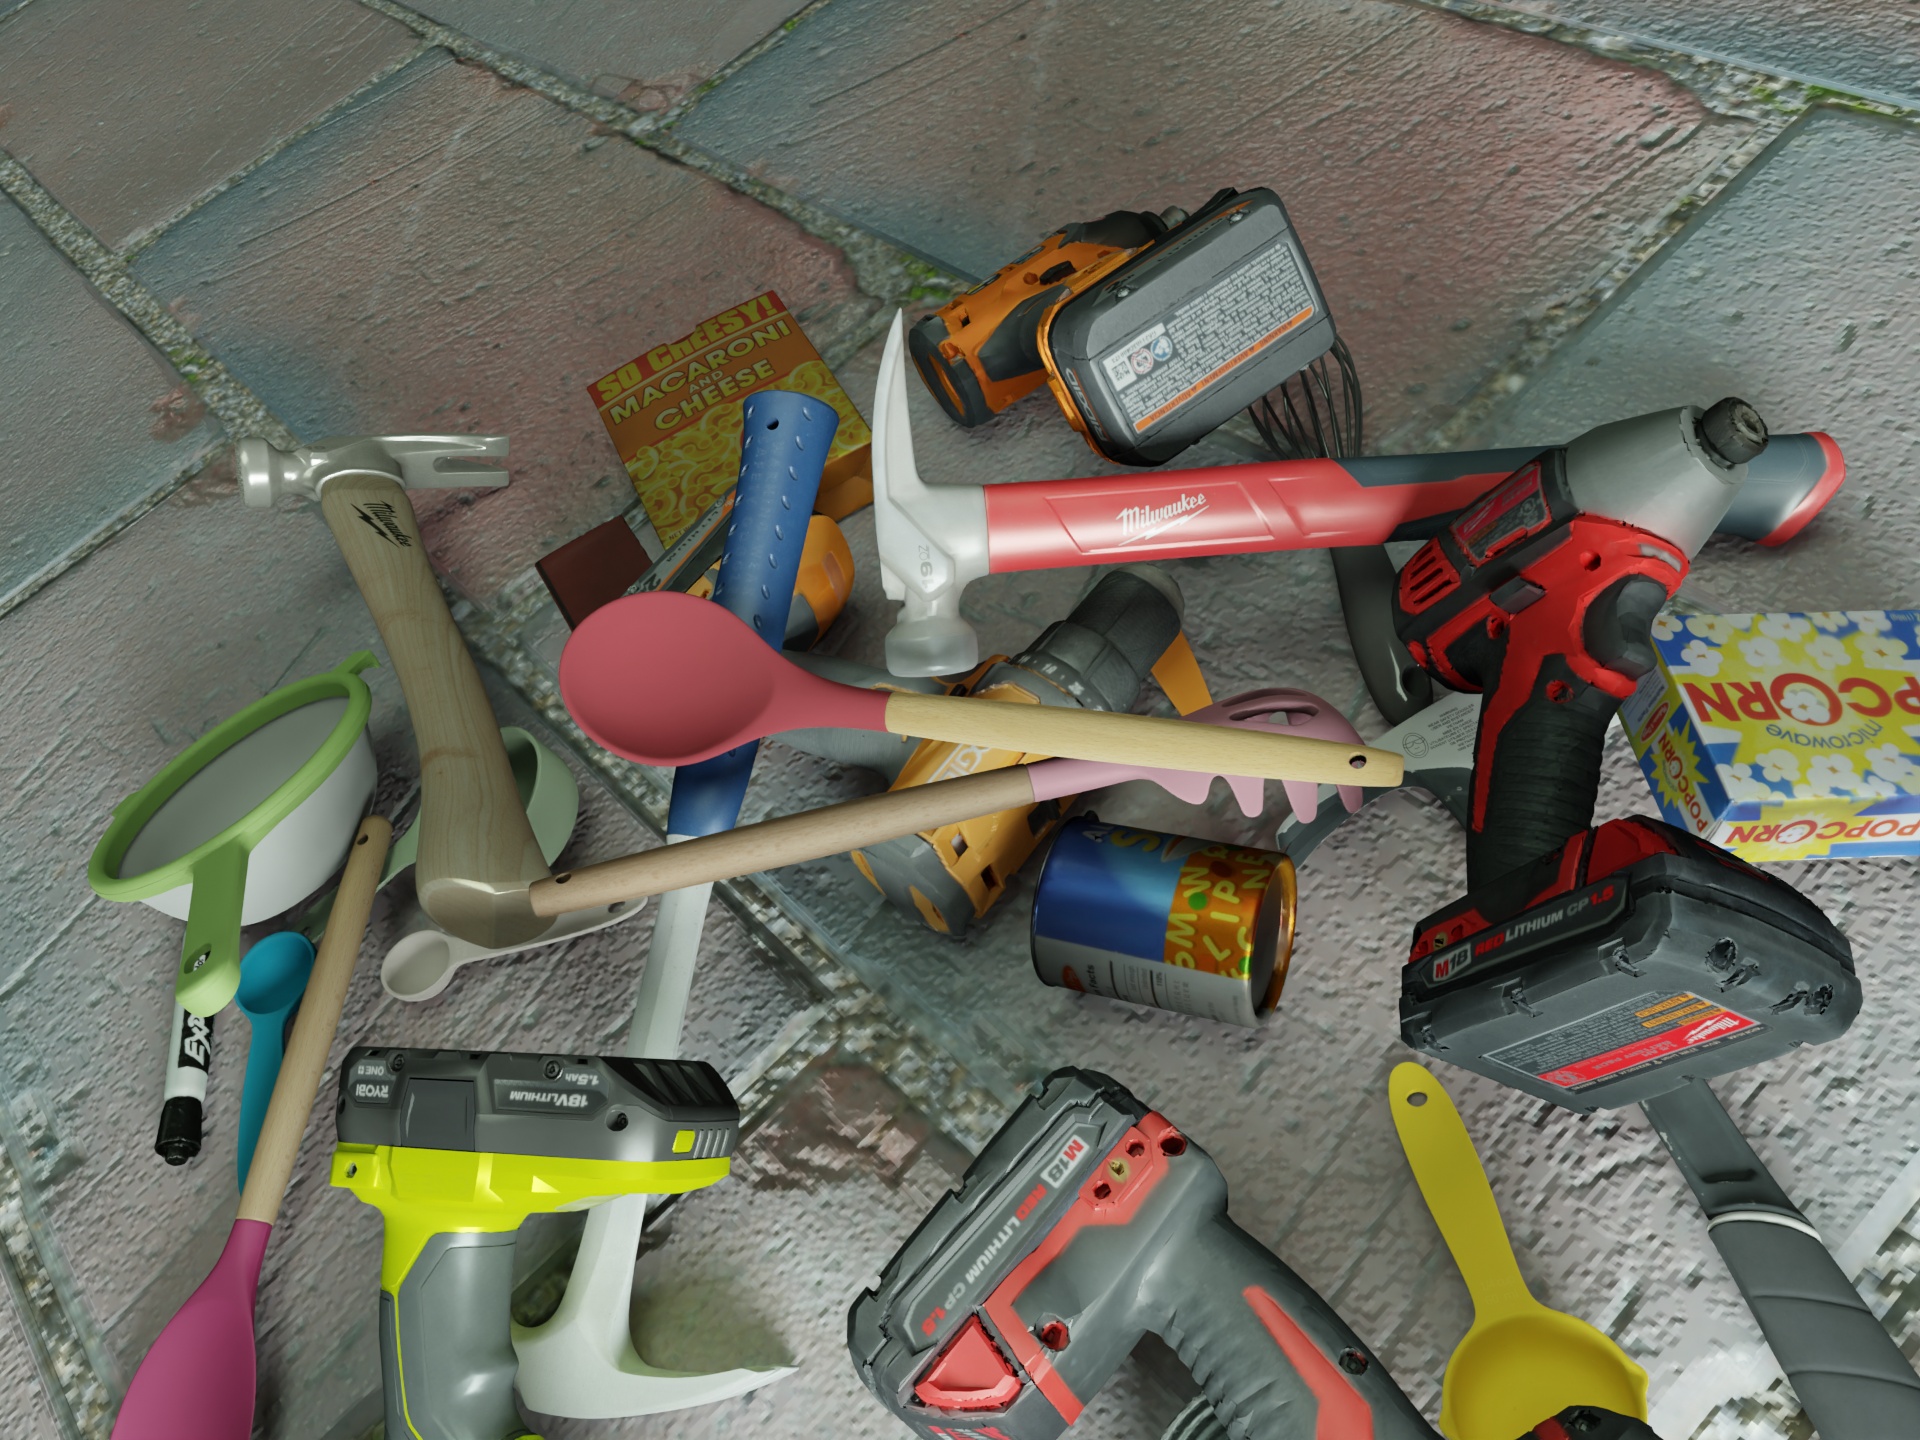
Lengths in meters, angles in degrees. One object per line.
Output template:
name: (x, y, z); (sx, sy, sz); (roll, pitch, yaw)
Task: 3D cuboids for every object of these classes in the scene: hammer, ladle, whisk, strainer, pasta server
hammer: (-0.100, 0.059, 0.624); (0.144, 0.035, 0.406); (4, 73, 21)
ladle: (-0.001, -0.002, 0.580); (0.315, 0.031, 0.069); (7, 78, 17)
whisk: (0.169, -0.095, 0.708); (0.055, 0.055, 0.239); (-14, 54, 10)
strainer: (-0.314, 0.070, 0.718); (0.151, 0.069, 0.257); (-33, 31, -3)
hammer: (0.158, -0.103, 0.635); (0.386, 0.143, 0.038); (-5, 9, -3)
hammer: (0.237, 0.145, 0.502); (0.149, 0.036, 0.409); (-23, 49, 4)
hammer: (-0.247, -0.039, 0.759); (0.146, 0.038, 0.411); (-7, 37, -26)
pasta server: (0.000, 0.036, 0.588); (0.316, 0.040, 0.060); (-13, 29, -4)

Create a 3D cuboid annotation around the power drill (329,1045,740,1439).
power drill: (-0.137, 0.225, 0.518); (0.190, 0.080, 0.229); (-2, 76, 20)

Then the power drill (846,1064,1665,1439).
power drill: (0.072, 0.224, 0.432); (0.227, 0.080, 0.188); (32, 70, 33)

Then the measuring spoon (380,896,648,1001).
measuring spoon: (-0.199, 0.101, 0.718); (0.124, 0.018, 0.034); (-17, 49, -1)

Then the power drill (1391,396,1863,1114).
power drill: (0.207, 0.001, 0.514); (0.143, 0.078, 0.220); (-42, 31, 49)

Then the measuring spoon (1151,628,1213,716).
measuring spoon: (0.096, -0.020, 0.702); (0.021, 0.011, 0.117); (-25, 46, 4)

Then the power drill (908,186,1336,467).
power drill: (0.080, -0.198, 0.761); (0.164, 0.084, 0.227); (-35, 24, -8)

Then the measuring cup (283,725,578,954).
measuring cup: (-0.249, 0.069, 0.751); (0.167, 0.038, 0.083); (-35, 47, 13)

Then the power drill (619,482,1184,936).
power drill: (-0.028, -0.030, 0.711); (0.226, 0.084, 0.185); (30, 69, 31)

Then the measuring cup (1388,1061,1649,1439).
measuring cup: (0.170, 0.179, 0.514); (0.062, 0.029, 0.157); (-18, 38, 7)

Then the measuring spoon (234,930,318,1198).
measuring spoon: (-0.306, 0.157, 0.714); (0.042, 0.021, 0.129); (-14, 59, 9)

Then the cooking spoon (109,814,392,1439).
cooking spoon: (-0.286, 0.184, 0.664); (0.069, 0.017, 0.319); (-6, 58, 20)
